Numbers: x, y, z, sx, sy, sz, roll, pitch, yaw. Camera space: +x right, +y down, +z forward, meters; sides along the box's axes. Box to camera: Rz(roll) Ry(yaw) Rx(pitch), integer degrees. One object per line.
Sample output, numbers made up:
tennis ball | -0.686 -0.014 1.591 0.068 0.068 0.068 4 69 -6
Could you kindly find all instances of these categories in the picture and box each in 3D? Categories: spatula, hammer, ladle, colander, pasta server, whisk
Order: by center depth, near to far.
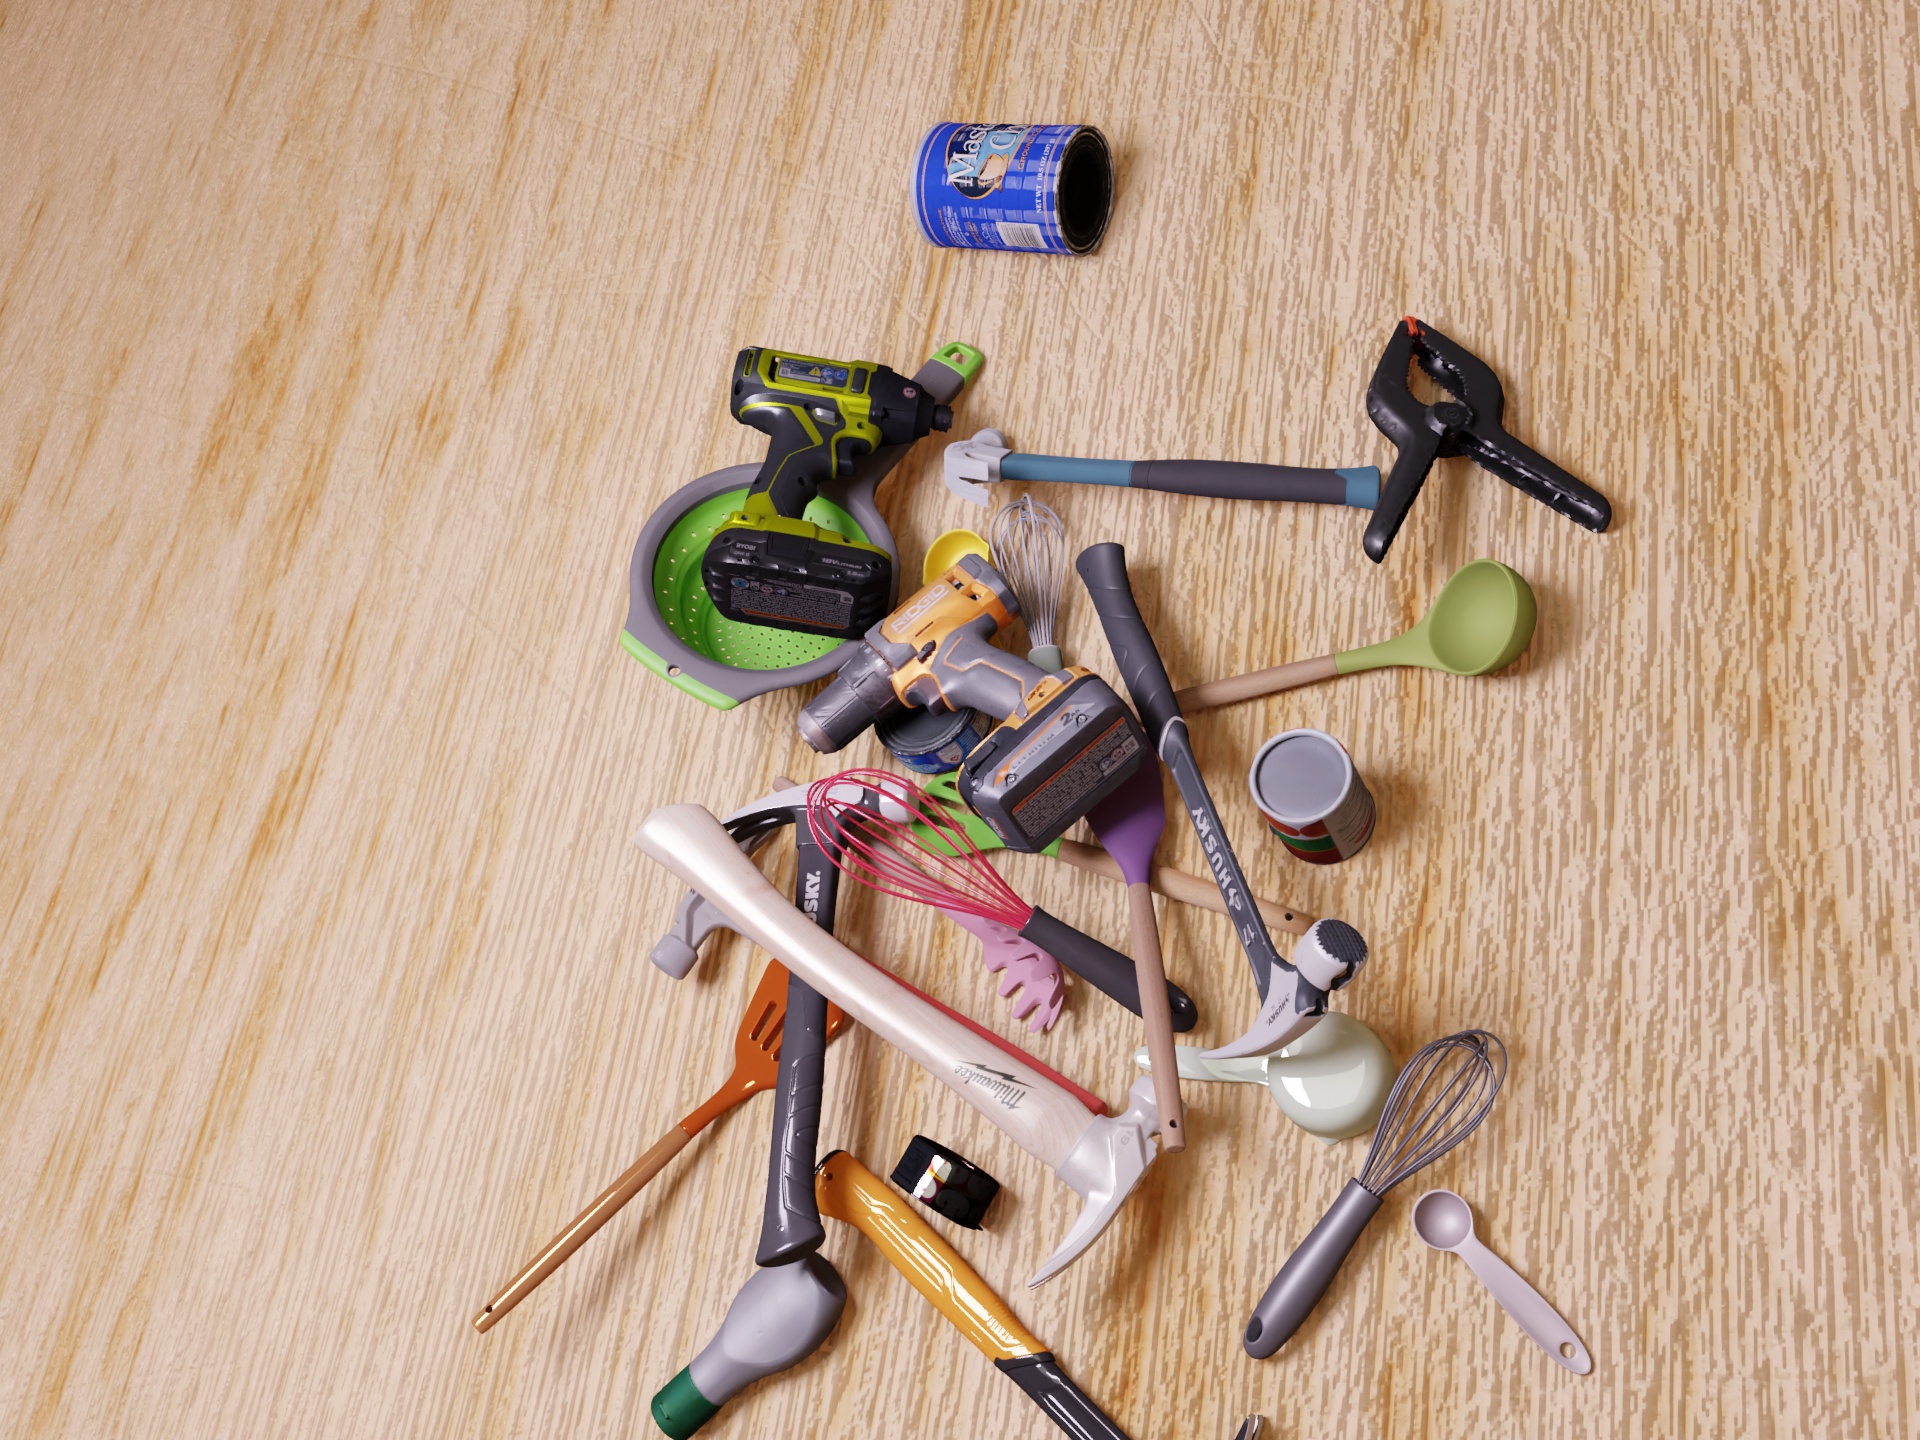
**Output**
whisk | 0.242 0.281 0.940 0.055 0.055 0.239 36 91 33
hammer | 0.028 0.380 1.003 0.337 0.034 0.127 35 86 33
hammer | -0.062 0.189 1.037 0.411 0.038 0.146 33 73 20
spatula | 0.117 0.131 1.038 0.060 0.018 0.316 -4 51 -1
whisk | 0.028 0.120 1.041 0.296 0.073 0.073 32 83 2
hammer | 0.145 0.032 1.043 0.149 0.036 0.409 115 148 -42
ladle | 0.227 -0.037 1.082 0.320 0.062 0.078 -14 60 22
hammer | -0.110 0.197 1.085 0.146 0.035 0.335 -5 62 16
hammer | -0.049 0.187 1.116 0.359 0.036 0.149 25 68 29
spatula | -0.215 0.302 1.119 0.322 0.041 0.081 -42 55 -19
pasta server | -0.038 0.119 1.147 0.040 0.060 0.316 -32 48 -32
hammer | 0.142 -0.181 1.171 0.331 0.128 0.033 7 114 21
whisk | 0.061 -0.058 1.175 0.058 0.059 0.246 -5 68 -7
colander | -0.104 -0.152 1.275 0.204 0.094 0.397 32 65 13

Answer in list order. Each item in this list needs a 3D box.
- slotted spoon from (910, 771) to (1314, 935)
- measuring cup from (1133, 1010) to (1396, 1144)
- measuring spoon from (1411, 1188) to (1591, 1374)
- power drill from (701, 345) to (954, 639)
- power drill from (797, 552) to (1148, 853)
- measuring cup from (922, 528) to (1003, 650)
slotted spoon | 0.095 0.095 1.103 0.314 0.031 0.070 16 69 28
measuring cup | 0.185 0.216 0.997 0.167 0.038 0.083 1 69 23
measuring spoon | 0.310 0.322 0.910 0.034 0.018 0.124 -44 64 0
power drill | -0.100 -0.178 1.193 0.171 0.080 0.223 9 59 -3
power drill | -0.002 -0.004 1.098 0.185 0.084 0.226 -40 45 -5
measuring cup | 0.019 -0.074 1.218 0.062 0.029 0.157 -28 70 21
